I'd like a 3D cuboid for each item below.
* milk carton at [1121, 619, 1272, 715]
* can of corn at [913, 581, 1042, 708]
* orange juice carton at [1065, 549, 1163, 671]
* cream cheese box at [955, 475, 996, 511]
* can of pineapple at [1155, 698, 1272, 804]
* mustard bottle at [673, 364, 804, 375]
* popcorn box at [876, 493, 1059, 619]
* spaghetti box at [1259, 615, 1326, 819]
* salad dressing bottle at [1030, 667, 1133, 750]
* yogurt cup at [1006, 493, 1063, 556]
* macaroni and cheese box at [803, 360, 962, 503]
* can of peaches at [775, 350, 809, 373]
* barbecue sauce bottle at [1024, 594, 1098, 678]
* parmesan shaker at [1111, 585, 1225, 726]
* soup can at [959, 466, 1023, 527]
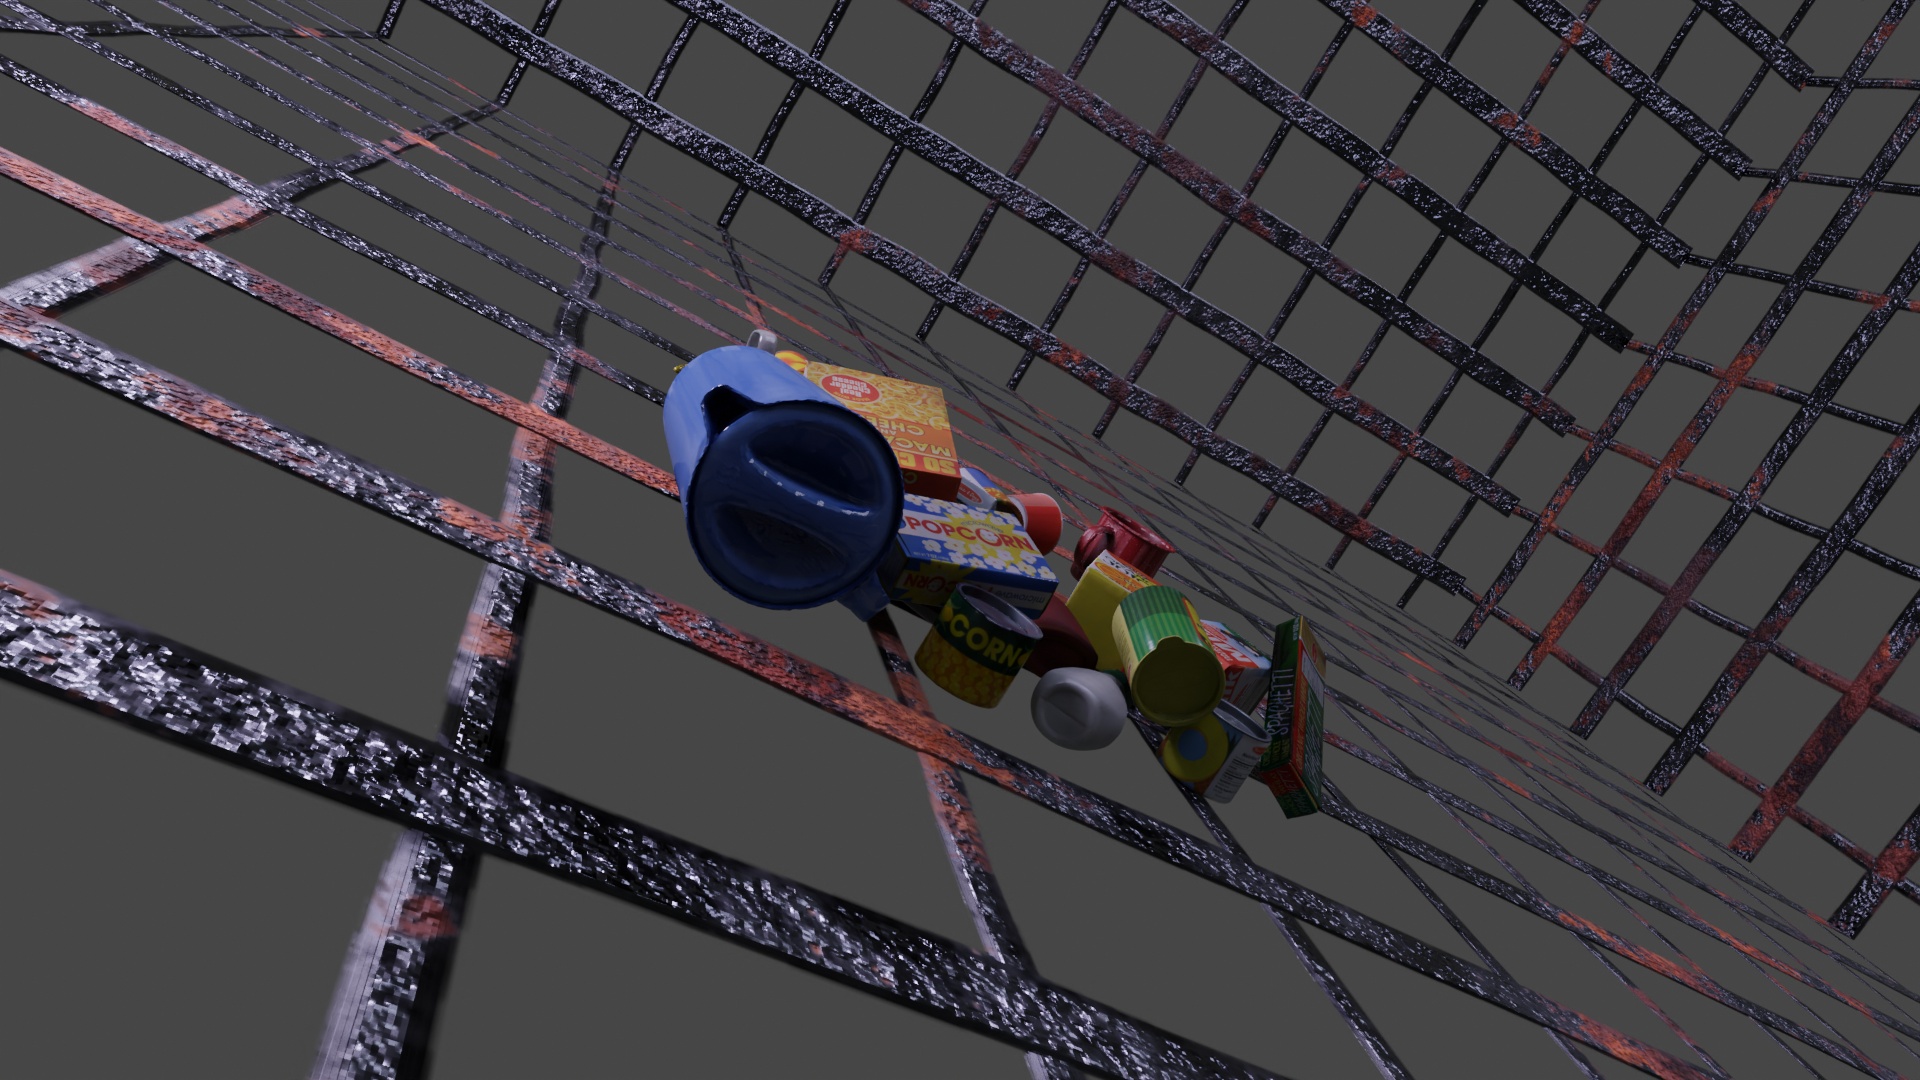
[{"bbox_3d":[0.201,0.114,1.184,0.072,0.073,0.190,39,13,27],"label":"milk carton"},{"bbox_3d":[0.011,0.070,0.914,0.071,0.058,0.071,30,11,-6],"label":"can of corn"},{"bbox_3d":[0.137,0.061,1.252,0.072,0.073,0.193,32,10,7],"label":"orange juice carton"},{"bbox_3d":[0.004,-0.015,1.228,0.053,0.024,0.103,36,-24,19],"label":"cream cheese box"},{"bbox_3d":[0.184,0.150,1.021,0.071,0.057,0.071,30,10,-6],"label":"can of pineapple"},{"bbox_3d":[-0.193,-0.139,1.288,0.160,0.065,0.049,18,20,-35],"label":"mustard bottle"},{"bbox_3d":[-0.004,0.010,0.974,0.127,0.038,0.085,10,31,-32],"label":"popcorn box"},{"bbox_3d":[0.281,0.141,1.162,0.050,0.028,0.251,58,25,-13],"label":"spaghetti box"},{"bbox_3d":[0.092,0.114,0.978,0.064,0.044,0.148,32,9,16],"label":"salad dressing bottle"},{"bbox_3d":[0.065,-0.018,1.440,0.054,0.072,0.072,7,25,-48],"label":"yogurt cup"},{"bbox_3d":[-0.070,-0.086,1.153,0.124,0.040,0.167,10,30,-13],"label":"macaroni and cheese box"},{"bbox_3d":[-0.166,-0.151,1.394,0.071,0.071,0.058,24,14,-34],"label":"can of peaches"},{"bbox_3d":[0.067,0.068,1.112,0.065,0.043,0.149,28,11,-12],"label":"barbecue sauce bottle"},{"bbox_3d":[0.149,0.079,1.010,0.071,0.071,0.103,29,18,-13],"label":"parmesan shaker"},{"bbox_3d":[0.017,-0.024,1.330,0.071,0.071,0.084,25,13,-30],"label":"soup can"}]
